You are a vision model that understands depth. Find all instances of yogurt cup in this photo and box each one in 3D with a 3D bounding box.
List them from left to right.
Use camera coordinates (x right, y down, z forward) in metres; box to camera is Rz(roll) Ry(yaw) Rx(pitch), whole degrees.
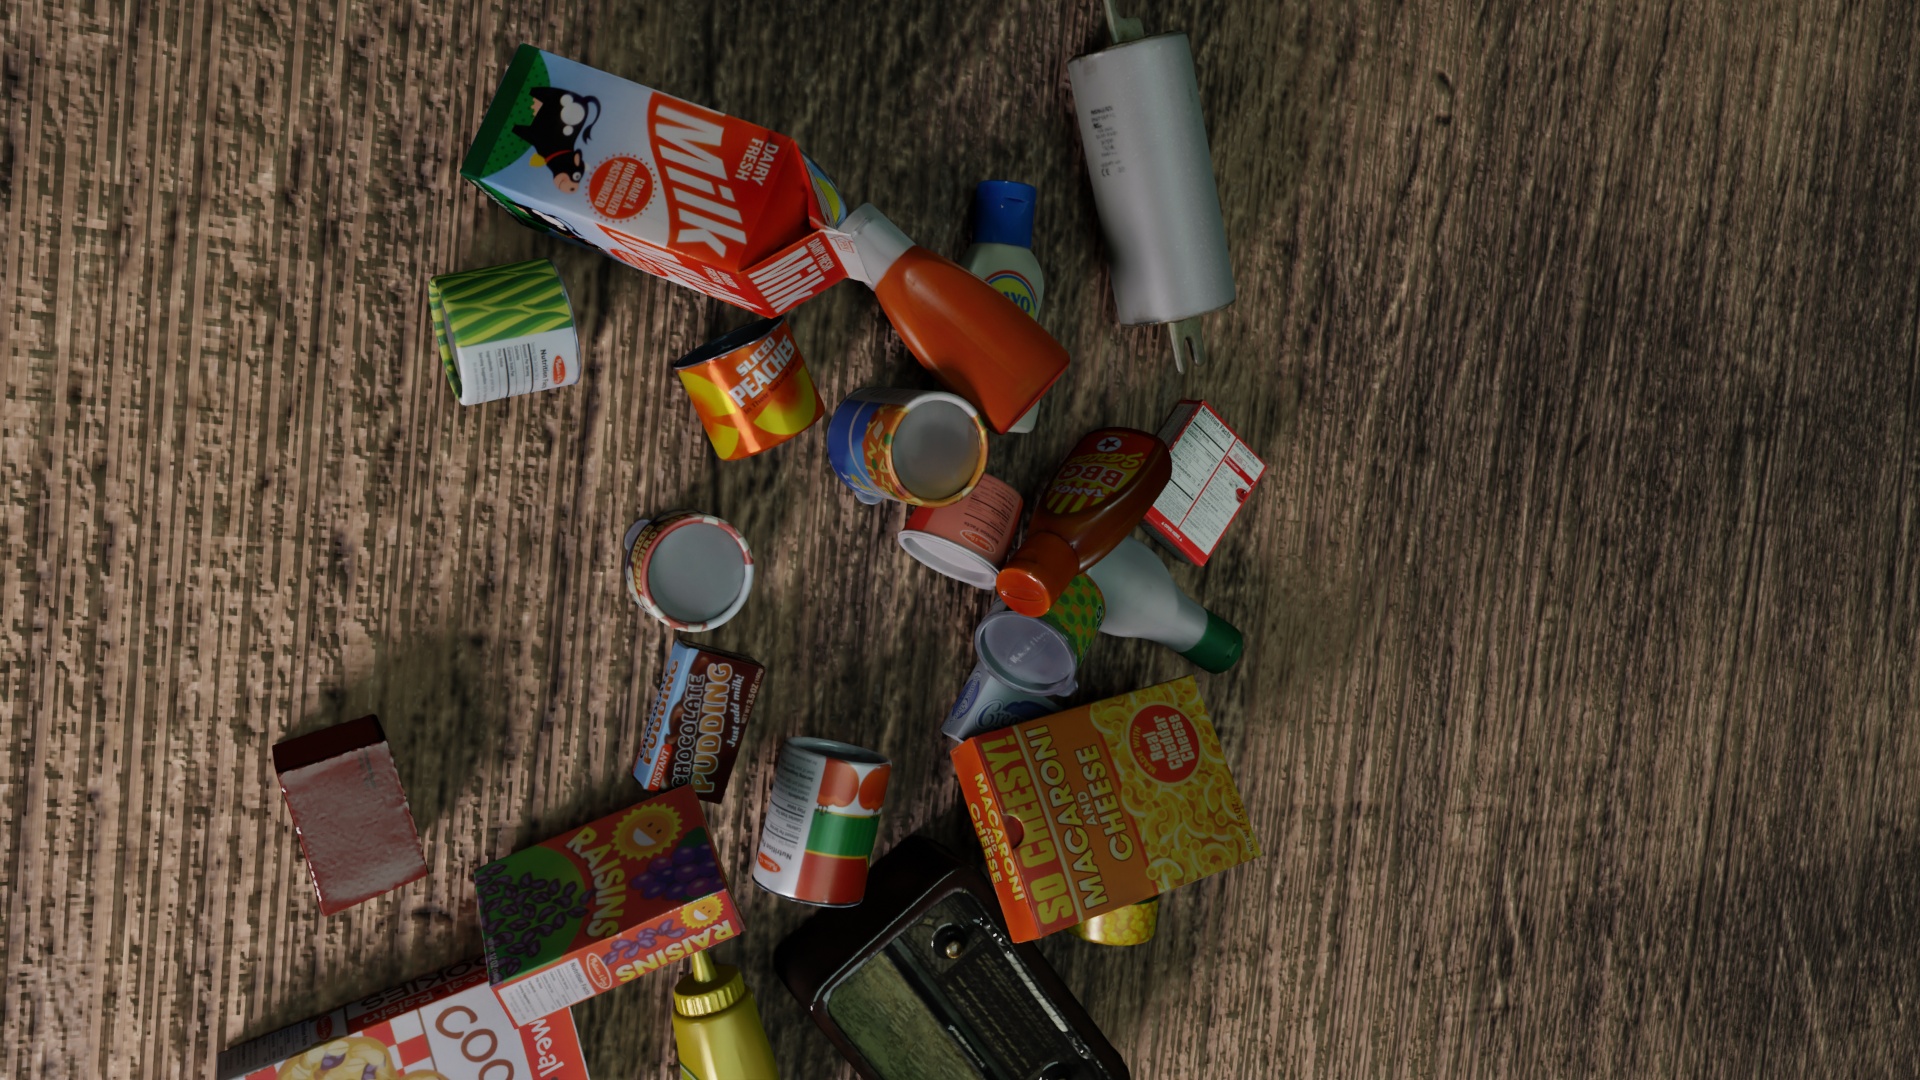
[{"bbox_3d":[0.003,-0.010,0.837,0.072,0.072,0.054,32,73,-27],"label":"yogurt cup"}]

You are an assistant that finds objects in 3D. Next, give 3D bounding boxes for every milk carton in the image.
[{"bbox_3d":[-0.135,-0.169,0.683,0.191,0.072,0.073,22,85,8],"label":"milk carton"}]

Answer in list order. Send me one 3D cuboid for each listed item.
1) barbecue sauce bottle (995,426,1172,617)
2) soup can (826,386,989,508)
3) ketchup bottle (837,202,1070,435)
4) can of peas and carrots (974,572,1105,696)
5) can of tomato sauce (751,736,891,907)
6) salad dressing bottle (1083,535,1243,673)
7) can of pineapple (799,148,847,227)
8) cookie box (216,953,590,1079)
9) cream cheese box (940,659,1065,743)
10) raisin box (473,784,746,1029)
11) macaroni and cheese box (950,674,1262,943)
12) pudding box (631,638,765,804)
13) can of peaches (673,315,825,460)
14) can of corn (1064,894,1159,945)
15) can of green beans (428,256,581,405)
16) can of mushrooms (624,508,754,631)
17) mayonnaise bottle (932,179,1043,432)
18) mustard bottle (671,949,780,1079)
[{"bbox_3d":[0.072,-0.012,0.845,0.149,0.065,0.043,-50,136,-40],"label":"barbecue sauce bottle"},{"bbox_3d":[-0.031,-0.052,0.801,0.071,0.084,0.071,-4,99,-28],"label":"soup can"},{"bbox_3d":[-0.010,-0.131,0.796,0.149,0.043,0.065,43,80,0],"label":"ketchup bottle"},{"bbox_3d":[0.052,0.054,0.857,0.070,0.071,0.059,57,40,-22],"label":"can of peas and carrots"},{"bbox_3d":[-0.079,0.163,0.812,0.071,0.071,0.083,13,90,-29],"label":"can of tomato sauce"},{"bbox_3d":[0.126,0.043,0.920,0.147,0.044,0.064,31,80,-29],"label":"salad dressing bottle"},{"bbox_3d":[-0.104,-0.177,0.758,0.071,0.071,0.058,45,76,-25],"label":"can of pineapple"},{"bbox_3d":[-0.284,0.297,0.734,0.168,0.040,0.122,-17,104,-24],"label":"cookie box"},{"bbox_3d":[0.042,0.124,0.895,0.103,0.024,0.053,34,79,-27],"label":"cream cheese box"},{"bbox_3d":[-0.185,0.190,0.731,0.123,0.086,0.040,-21,127,-13],"label":"raisin box"},{"bbox_3d":[0.091,0.162,0.860,0.167,0.040,0.124,-12,73,-28],"label":"macaroni and cheese box"},{"bbox_3d":[-0.149,0.102,0.787,0.049,0.030,0.083,20,87,-28],"label":"pudding box"},{"bbox_3d":[-0.114,-0.083,0.761,0.071,0.071,0.058,-31,111,-21],"label":"can of peaches"},{"bbox_3d":[0.099,0.227,0.912,0.071,0.071,0.058,4,96,-28],"label":"can of corn"},{"bbox_3d":[-0.230,-0.105,0.699,0.058,0.071,0.071,-16,103,-25],"label":"can of green beans"},{"bbox_3d":[-0.152,0.015,0.774,0.071,0.033,0.071,-4,99,-27],"label":"can of mushrooms"},{"bbox_3d":[0.021,-0.141,0.842,0.065,0.041,0.148,3,95,-22],"label":"mayonnaise bottle"},{"bbox_3d":[-0.136,0.299,0.802,0.049,0.065,0.160,-16,98,-31],"label":"mustard bottle"}]
